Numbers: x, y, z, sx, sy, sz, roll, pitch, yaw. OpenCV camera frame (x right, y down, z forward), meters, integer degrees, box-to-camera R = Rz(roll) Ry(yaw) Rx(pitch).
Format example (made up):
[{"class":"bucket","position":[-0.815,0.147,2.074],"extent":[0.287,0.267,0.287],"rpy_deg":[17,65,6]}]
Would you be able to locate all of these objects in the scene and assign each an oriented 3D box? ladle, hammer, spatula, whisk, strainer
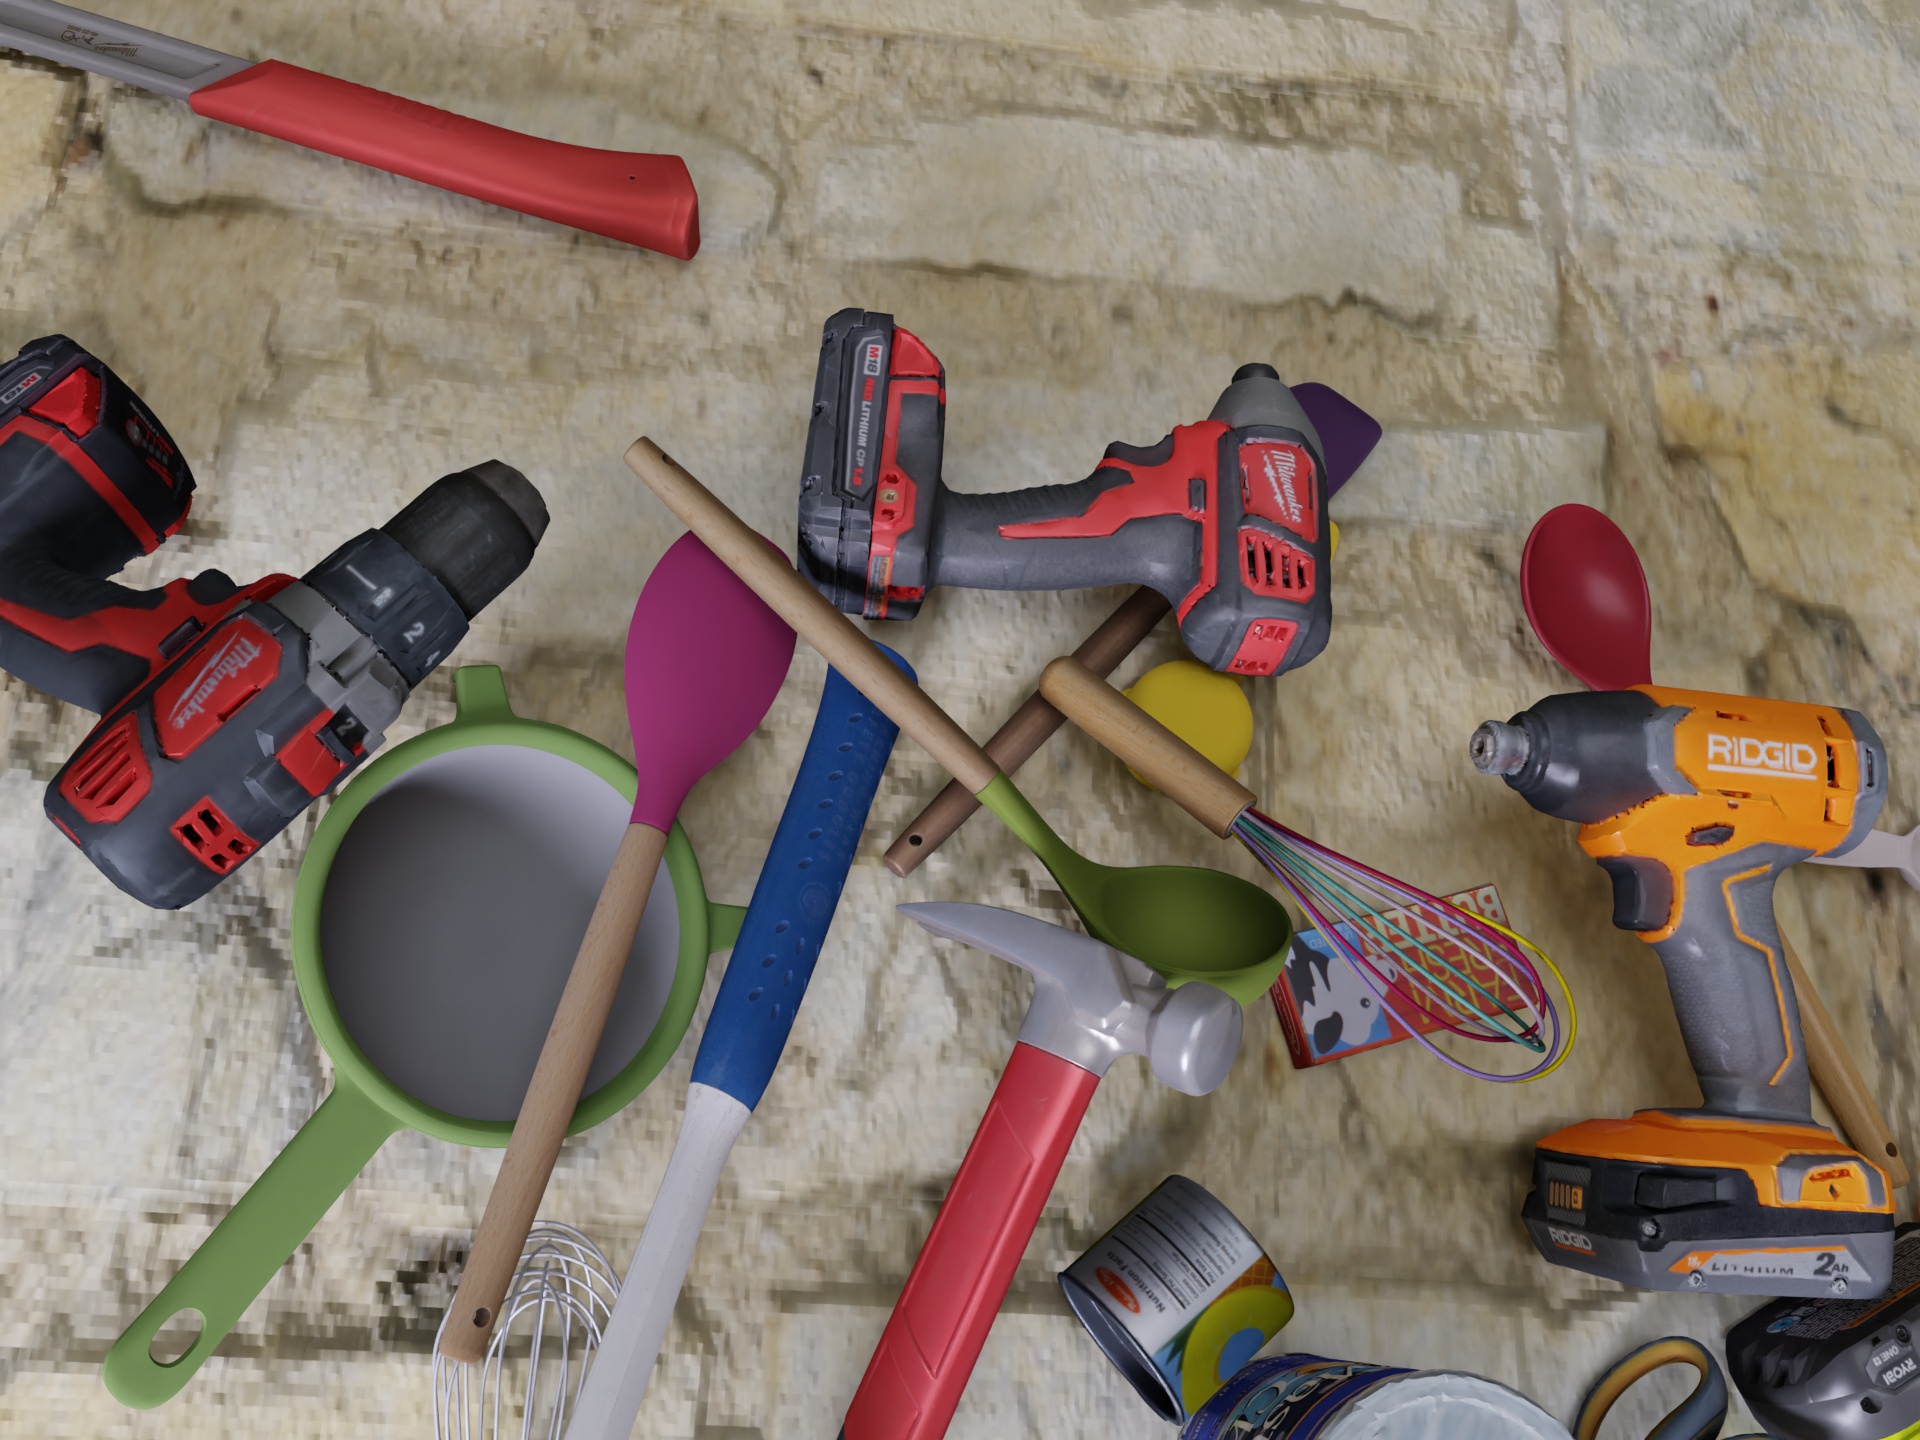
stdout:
[{"class":"ladle","position":[0.325,0.050,0.689],"extent":[0.069,0.031,0.315],"rpy_deg":[-18,76,-20]},{"class":"hammer","position":[-0.293,-0.266,0.711],"extent":[0.359,0.036,0.149],"rpy_deg":[17,69,-1]},{"class":"spatula","position":[0.076,-0.047,0.693],"extent":[0.060,0.018,0.316],"rpy_deg":[39,69,15]},{"class":"whisk","position":[0.127,0.048,0.612],"extent":[0.245,0.047,0.051],"rpy_deg":[39,25,22]},{"class":"strainer","position":[-0.198,0.115,0.553],"extent":[0.151,0.069,0.256],"rpy_deg":[47,56,-18]},{"class":"hammer","position":[-0.083,0.145,0.553],"extent":[0.144,0.035,0.406],"rpy_deg":[40,52,-31]},{"class":"hammer","position":[-0.040,0.249,0.546],"extent":[0.143,0.038,0.386],"rpy_deg":[16,73,37]},{"class":"ladle","position":[-0.001,-0.002,0.612],"extent":[0.320,0.062,0.078],"rpy_deg":[43,29,-5]},{"class":"whisk","position":[-0.151,0.311,0.517],"extent":[0.070,0.070,0.285],"rpy_deg":[5,75,-6]}]

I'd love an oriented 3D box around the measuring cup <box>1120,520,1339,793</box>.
[{"class":"measuring cup","position":[0.125,-0.035,0.688],"extent":[0.062,0.029,0.156],"rpy_deg":[36,72,6]}]

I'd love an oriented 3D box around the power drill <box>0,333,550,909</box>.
[{"class":"power drill","position":[-0.275,-0.056,0.574],"extent":[0.227,0.080,0.188],"rpy_deg":[32,68,28]}]

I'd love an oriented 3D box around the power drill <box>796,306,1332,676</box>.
[{"class":"power drill","position":[0.046,-0.100,0.667],"extent":[0.219,0.078,0.143],"rpy_deg":[7,63,-3]}]

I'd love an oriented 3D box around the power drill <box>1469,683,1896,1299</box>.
[{"class":"power drill","position":[0.273,0.098,0.615],"extent":[0.164,0.084,0.226],"rpy_deg":[6,79,-11]}]

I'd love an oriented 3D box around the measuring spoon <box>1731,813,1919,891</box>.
[{"class":"measuring spoon","position":[0.383,0.055,0.692],"extent":[0.124,0.018,0.034],"rpy_deg":[9,75,-13]}]

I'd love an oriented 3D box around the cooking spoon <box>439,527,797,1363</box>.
[{"class":"cooking spoon","position":[-0.120,0.063,0.569],"extent":[0.068,0.017,0.319],"rpy_deg":[31,61,-29]}]

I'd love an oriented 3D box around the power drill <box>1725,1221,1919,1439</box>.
[{"class":"power drill","position":[0.411,0.306,0.583],"extent":[0.190,0.080,0.229],"rpy_deg":[-23,78,-14]}]
